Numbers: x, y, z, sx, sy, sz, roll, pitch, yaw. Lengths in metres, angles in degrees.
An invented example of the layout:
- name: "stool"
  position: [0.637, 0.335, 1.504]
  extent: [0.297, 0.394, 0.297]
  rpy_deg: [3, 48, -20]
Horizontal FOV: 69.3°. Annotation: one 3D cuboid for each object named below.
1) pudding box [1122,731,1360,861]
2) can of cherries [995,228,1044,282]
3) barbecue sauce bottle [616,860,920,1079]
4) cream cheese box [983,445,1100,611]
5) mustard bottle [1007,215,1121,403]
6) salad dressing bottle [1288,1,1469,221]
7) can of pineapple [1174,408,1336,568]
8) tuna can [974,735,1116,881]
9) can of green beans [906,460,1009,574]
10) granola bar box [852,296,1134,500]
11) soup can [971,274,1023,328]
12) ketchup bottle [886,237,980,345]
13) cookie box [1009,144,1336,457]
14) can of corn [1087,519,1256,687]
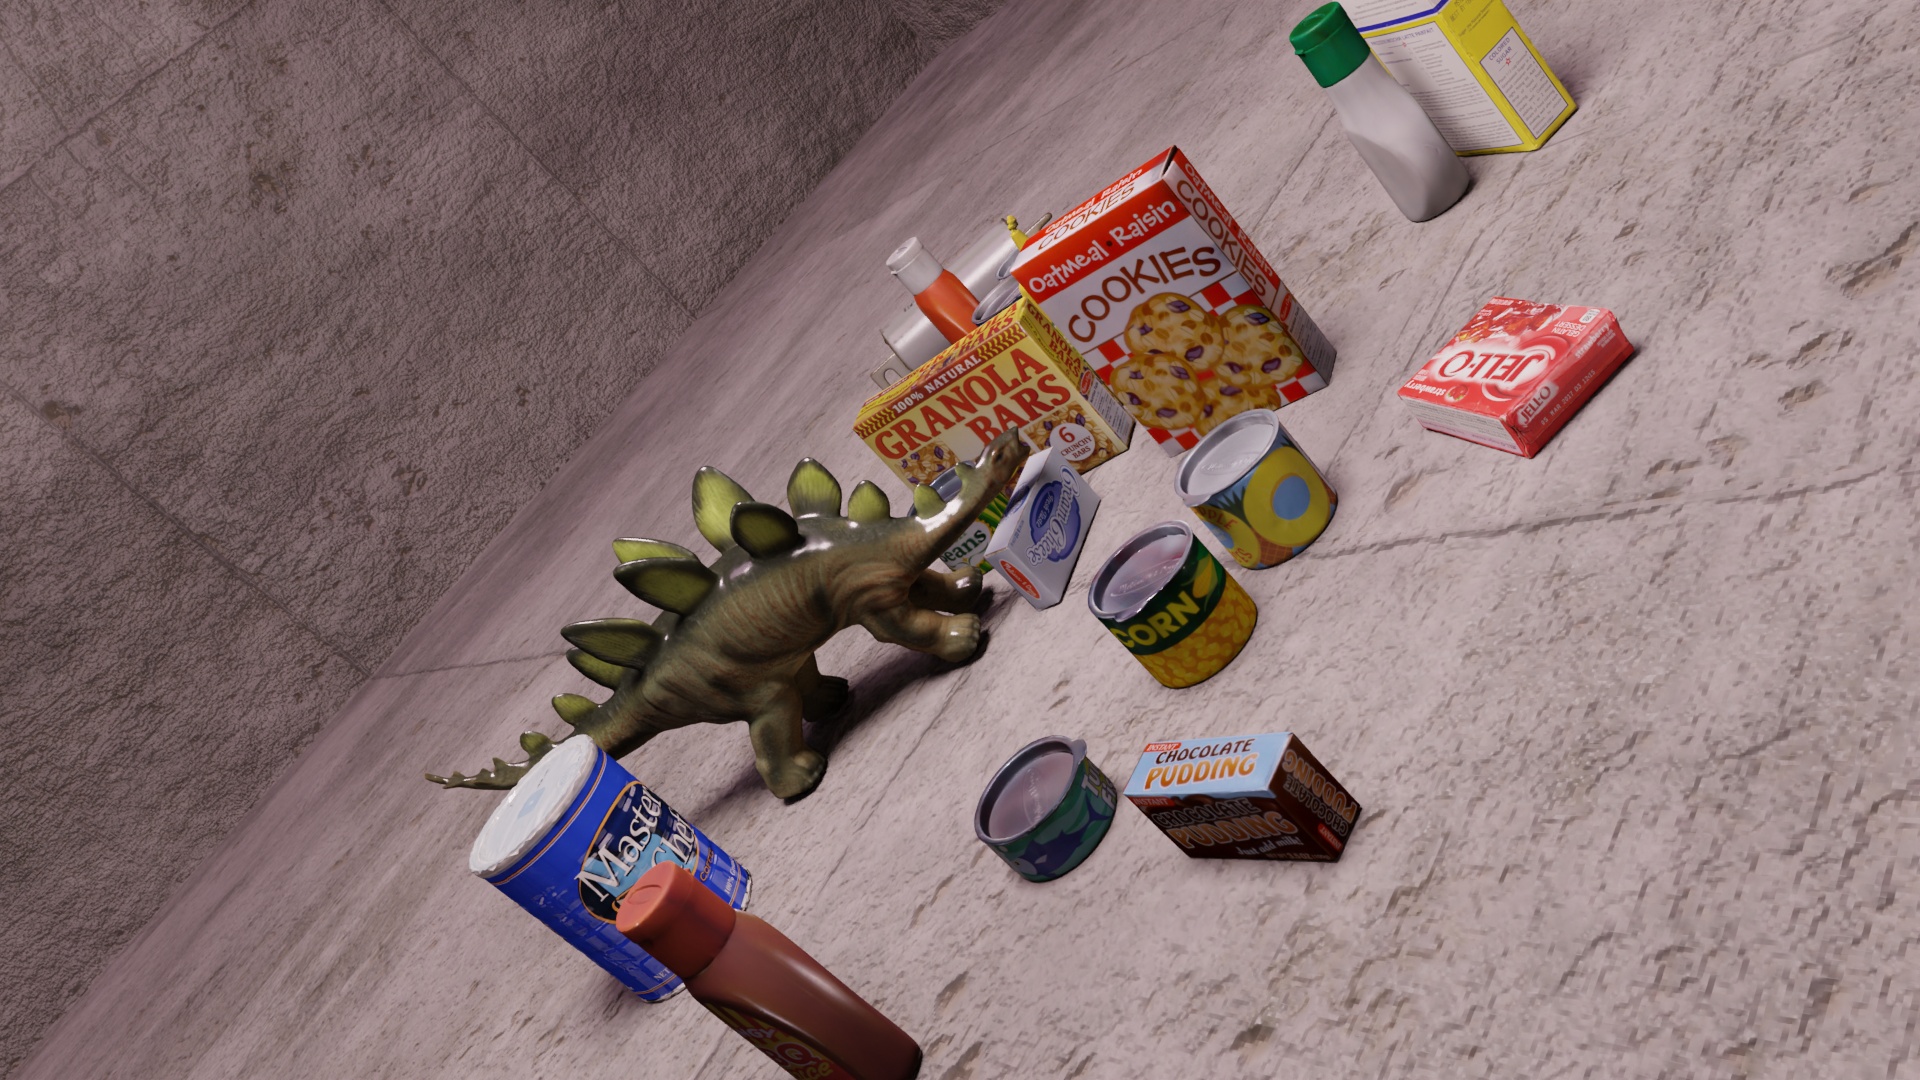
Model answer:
- name: "pudding box"
  position: [0.115, 0.106, 0.574]
  extent: [0.083, 0.049, 0.030]
  rpy_deg: [-15, 35, 52]
- name: "can of cherries"
  position: [0.078, -0.250, 1.308]
  extent: [0.071, 0.058, 0.072]
  rpy_deg: [-37, 22, 18]
- name: "barbecue sauce bottle"
  position: [-0.088, 0.201, 0.624]
  extent: [0.064, 0.148, 0.044]
  rpy_deg: [-21, 31, 47]
- name: "cream cheese box"
  position: [0.054, -0.009, 0.899]
  extent: [0.024, 0.053, 0.104]
  rpy_deg: [-26, 27, 40]
- name: "mustard bottle"
  position: [0.082, -0.170, 1.006]
  extent: [0.065, 0.160, 0.049]
  rpy_deg: [-32, 24, 30]
- name: "salad dressing bottle"
  position: [0.265, -0.271, 0.881]
  extent: [0.044, 0.147, 0.064]
  rpy_deg: [-43, 21, 4]
- name: "can of pineapple"
  position: [0.156, -0.026, 0.739]
  extent: [0.071, 0.057, 0.071]
  rpy_deg: [-37, 22, 18]
- name: "tuna can"
  position: [0.044, 0.130, 0.683]
  extent: [0.071, 0.032, 0.071]
  rpy_deg: [-37, 22, 18]
- name: "can of green beans"
  position: [0.004, -0.014, 0.994]
  extent: [0.071, 0.057, 0.071]
  rpy_deg: [-37, 22, 18]
- name: "granola bar box"
  position: [0.023, -0.084, 1.000]
  extent: [0.165, 0.124, 0.039]
  rpy_deg: [-28, 26, 35]
- name: "soup can"
  position: [0.062, -0.175, 1.158]
  extent: [0.071, 0.083, 0.072]
  rpy_deg: [-37, 22, 18]
- name: "ketchup bottle"
  position: [-0.005, -0.205, 1.246]
  extent: [0.043, 0.148, 0.065]
  rpy_deg: [-47, 21, -8]
- name: "cookie box"
  position: [0.130, -0.141, 0.852]
  extent: [0.122, 0.167, 0.040]
  rpy_deg: [-25, 28, 41]
- name: "can of corn"
  position: [0.108, 0.035, 0.711]
  extent: [0.071, 0.058, 0.071]
  rpy_deg: [-37, 22, 18]
